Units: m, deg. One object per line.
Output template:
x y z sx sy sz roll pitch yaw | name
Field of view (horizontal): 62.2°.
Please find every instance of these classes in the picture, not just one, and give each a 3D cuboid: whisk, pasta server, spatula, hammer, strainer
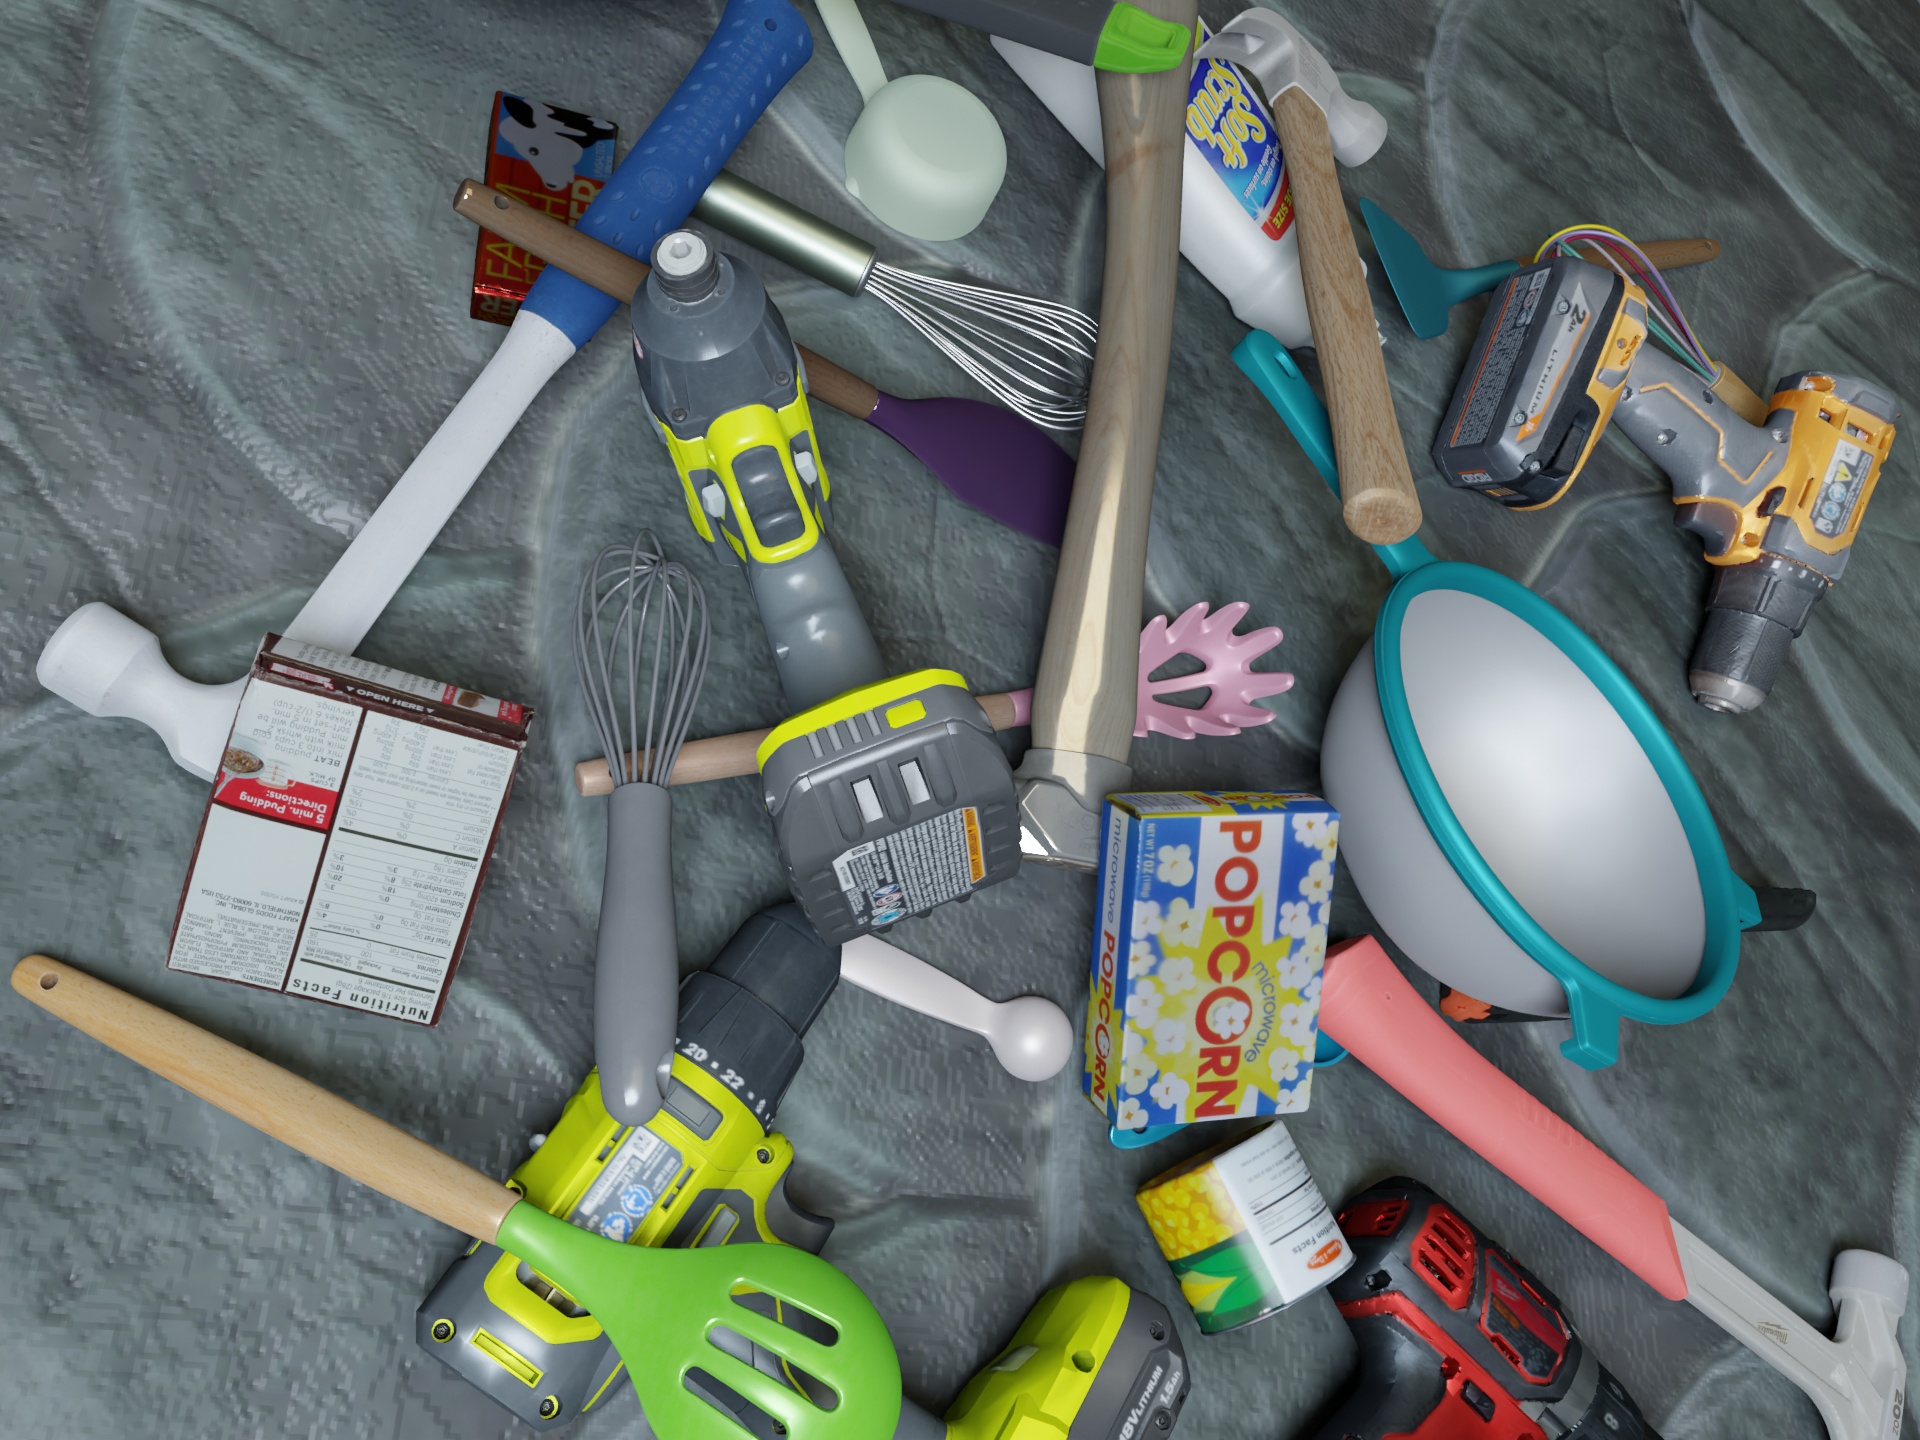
-0.113 0.028 0.564 0.055 0.055 0.239 8 53 -21 | whisk
-0.035 -0.199 0.722 0.246 0.059 0.058 25 80 -7 | whisk
-0.001 -0.002 0.663 0.316 0.040 0.060 -9 82 -25 | pasta server
-0.058 -0.144 0.659 0.315 0.018 0.060 20 62 -35 | spatula
0.343 -0.263 0.913 0.317 0.044 0.082 -15 80 -29 | spatula
0.167 -0.214 0.726 0.130 0.031 0.332 29 45 -33 | hammer
0.408 -0.205 0.905 0.244 0.051 0.047 29 103 -27 | whisk
0.079 -0.136 0.689 0.146 0.038 0.411 12 75 -19 | hammer
-0.163 -0.140 0.622 0.144 0.035 0.406 34 66 -14 | hammer
0.276 0.217 0.685 0.359 0.036 0.149 38 60 -12 | hammer
0.193 -0.010 0.693 0.211 0.095 0.340 -17 71 -46 | strainer

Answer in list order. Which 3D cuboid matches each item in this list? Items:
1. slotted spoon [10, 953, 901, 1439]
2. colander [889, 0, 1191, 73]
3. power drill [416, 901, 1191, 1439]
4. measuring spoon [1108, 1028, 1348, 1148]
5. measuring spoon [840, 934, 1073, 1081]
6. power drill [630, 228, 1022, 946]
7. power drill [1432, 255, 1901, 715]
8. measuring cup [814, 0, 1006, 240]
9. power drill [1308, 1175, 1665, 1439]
-0.161 0.143 0.485 0.314 0.031 0.070 24 61 10 | slotted spoon
-0.085 -0.372 0.667 0.397 0.094 0.205 19 50 3 | colander
-0.040 0.191 0.548 0.228 0.080 0.191 38 61 -3 | power drill
0.112 0.145 0.671 0.128 0.021 0.042 -25 89 -20 | measuring spoon
-0.008 0.106 0.628 0.124 0.018 0.034 27 62 -11 | measuring spoon
-0.056 -0.048 0.558 0.080 0.171 0.223 -21 68 -6 | power drill
0.366 -0.120 0.833 0.226 0.084 0.185 21 90 -13 | power drill
-0.033 -0.313 0.769 0.083 0.038 0.168 -21 82 -29 | measuring cup
0.182 0.314 0.600 0.188 0.080 0.227 44 57 -3 | power drill
